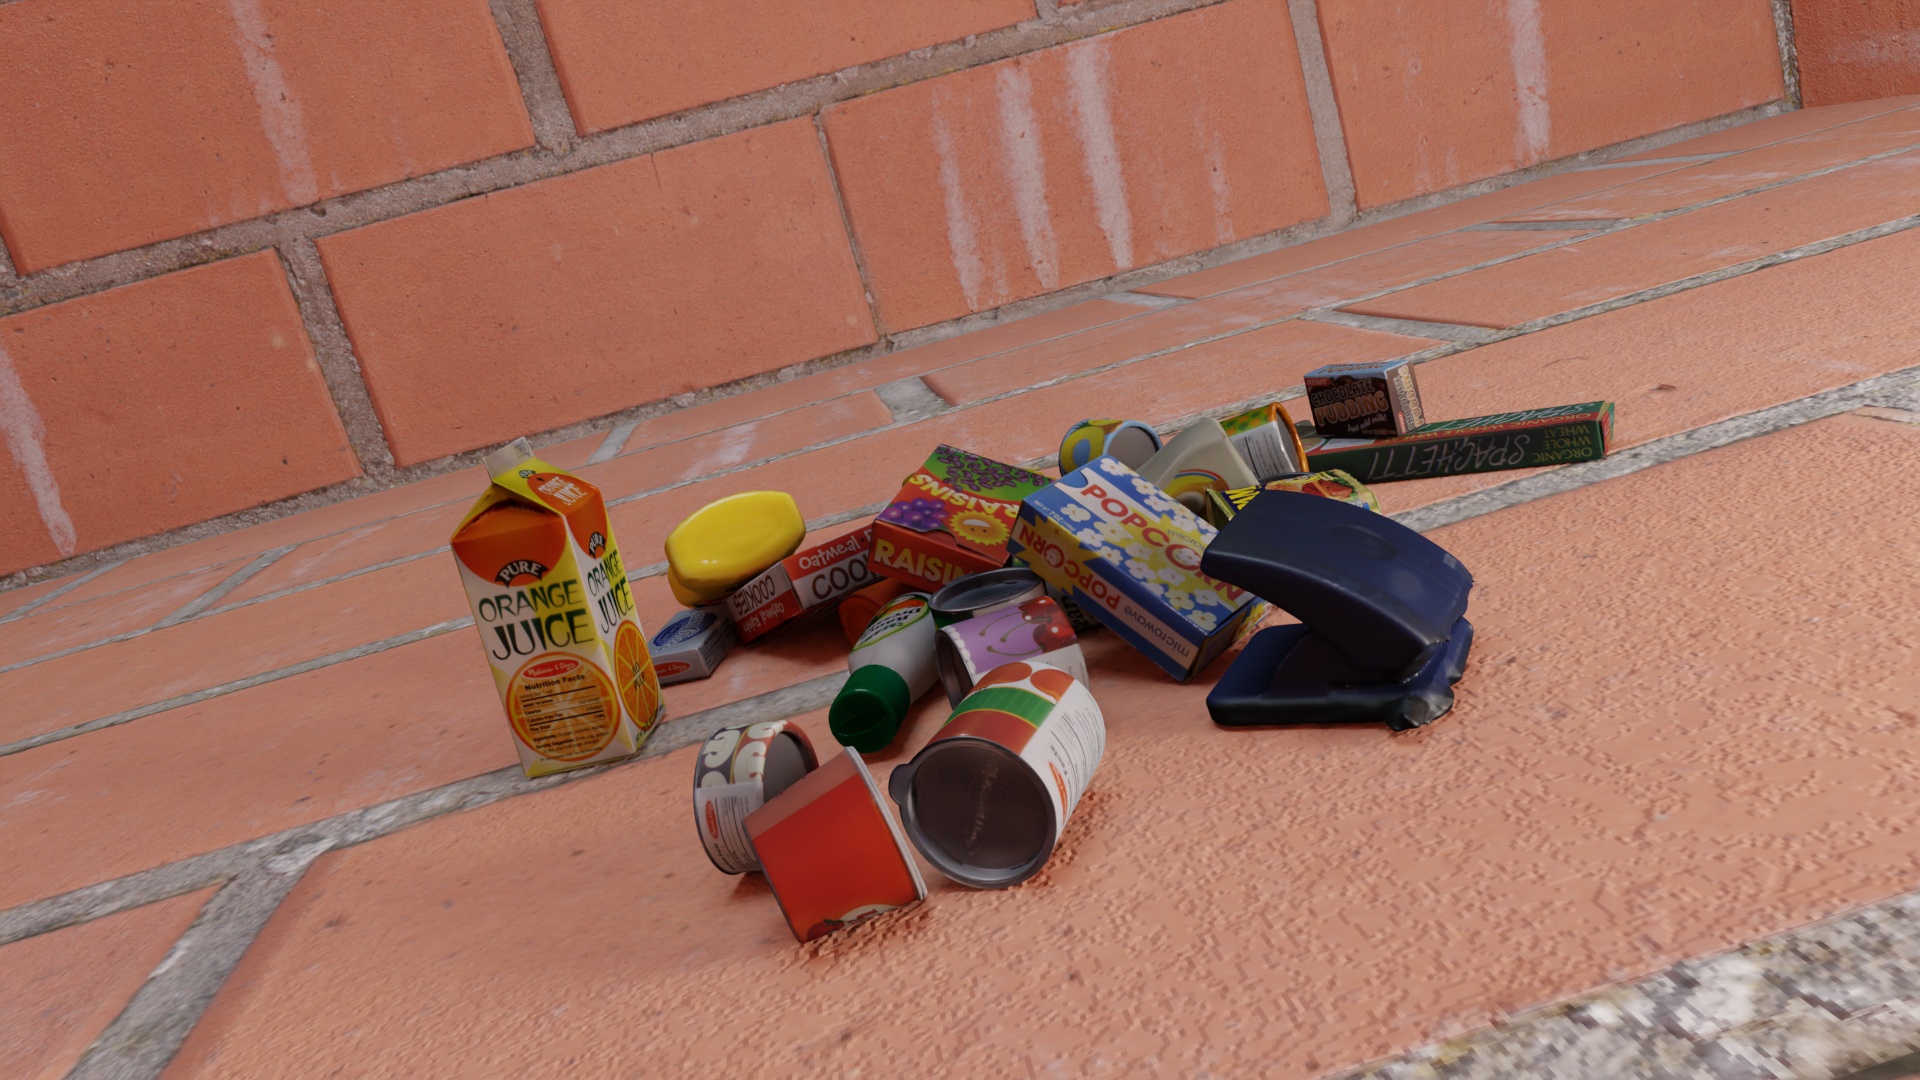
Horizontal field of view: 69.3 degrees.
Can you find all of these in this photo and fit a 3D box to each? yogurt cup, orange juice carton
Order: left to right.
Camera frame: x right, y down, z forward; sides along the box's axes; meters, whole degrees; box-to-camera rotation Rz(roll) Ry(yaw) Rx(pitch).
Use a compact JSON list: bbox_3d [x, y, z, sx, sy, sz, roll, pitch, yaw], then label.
[{"bbox_3d":[-0.244,0.035,0.833,0.073,0.192,0.072,-13,12,6],"label":"orange juice carton"},{"bbox_3d":[-0.052,0.124,0.555,0.054,0.072,0.072,-26,15,-12],"label":"yogurt cup"}]

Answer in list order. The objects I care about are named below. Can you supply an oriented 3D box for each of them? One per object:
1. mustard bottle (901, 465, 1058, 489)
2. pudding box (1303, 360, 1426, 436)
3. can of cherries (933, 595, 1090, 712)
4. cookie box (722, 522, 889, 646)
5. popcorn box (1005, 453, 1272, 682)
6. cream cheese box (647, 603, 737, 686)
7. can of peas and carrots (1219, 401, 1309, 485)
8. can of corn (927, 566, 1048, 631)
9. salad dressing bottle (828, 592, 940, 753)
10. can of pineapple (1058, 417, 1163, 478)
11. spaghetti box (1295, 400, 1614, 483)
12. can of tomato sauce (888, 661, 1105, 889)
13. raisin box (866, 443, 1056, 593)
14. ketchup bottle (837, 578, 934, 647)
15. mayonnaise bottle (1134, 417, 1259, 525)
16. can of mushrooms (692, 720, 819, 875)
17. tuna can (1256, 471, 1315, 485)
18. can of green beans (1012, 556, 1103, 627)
[{"bbox_3d":[0.030,-0.030,1.088,0.160,0.065,0.049,-1,14,33],"label":"mustard bottle"},{"bbox_3d":[0.291,-0.102,1.001,0.030,0.049,0.083,-22,15,-26],"label":"pudding box"},{"bbox_3d":[0.025,0.065,0.696,0.058,0.071,0.071,-18,14,-14],"label":"can of cherries"},{"bbox_3d":[-0.070,0.018,0.975,0.168,0.040,0.122,-23,-3,-31],"label":"cookie box"},{"bbox_3d":[0.100,0.012,0.754,0.127,0.038,0.085,37,41,22],"label":"popcorn box"},{"bbox_3d":[-0.190,0.073,0.982,0.053,0.024,0.104,-11,14,11],"label":"cream cheese box"},{"bbox_3d":[0.209,-0.059,0.984,0.058,0.071,0.071,-20,10,26],"label":"can of peas and carrots"},{"bbox_3d":[0.020,0.052,0.773,0.071,0.058,0.071,-14,14,4],"label":"can of corn"},{"bbox_3d":[-0.039,0.073,0.780,0.064,0.044,0.148,-25,11,15],"label":"salad dressing bottle"},{"bbox_3d":[0.122,-0.067,1.120,0.071,0.071,0.058,-23,16,-30],"label":"can of pineapple"},{"bbox_3d":[0.325,-0.064,0.981,0.250,0.028,0.050,-6,16,33],"label":"spaghetti box"},{"bbox_3d":[0.018,0.095,0.585,0.071,0.071,0.083,-9,14,23],"label":"can of tomato sauce"},{"bbox_3d":[0.003,-0.011,0.881,0.086,0.039,0.124,19,32,11],"label":"raisin box"},{"bbox_3d":[-0.005,0.030,0.919,0.149,0.043,0.064,-24,11,-33],"label":"ketchup bottle"},{"bbox_3d":[0.116,-0.015,0.891,0.148,0.064,0.041,-33,30,12],"label":"mayonnaise bottle"},{"bbox_3d":[-0.089,0.113,0.624,0.033,0.071,0.071,-10,14,18],"label":"can of mushrooms"},{"bbox_3d":[0.209,-0.020,0.917,0.071,0.032,0.071,-14,13,3],"label":"tuna can"},{"bbox_3d":[0.071,0.019,0.836,0.058,0.071,0.071,-8,15,26],"label":"can of green beans"}]
